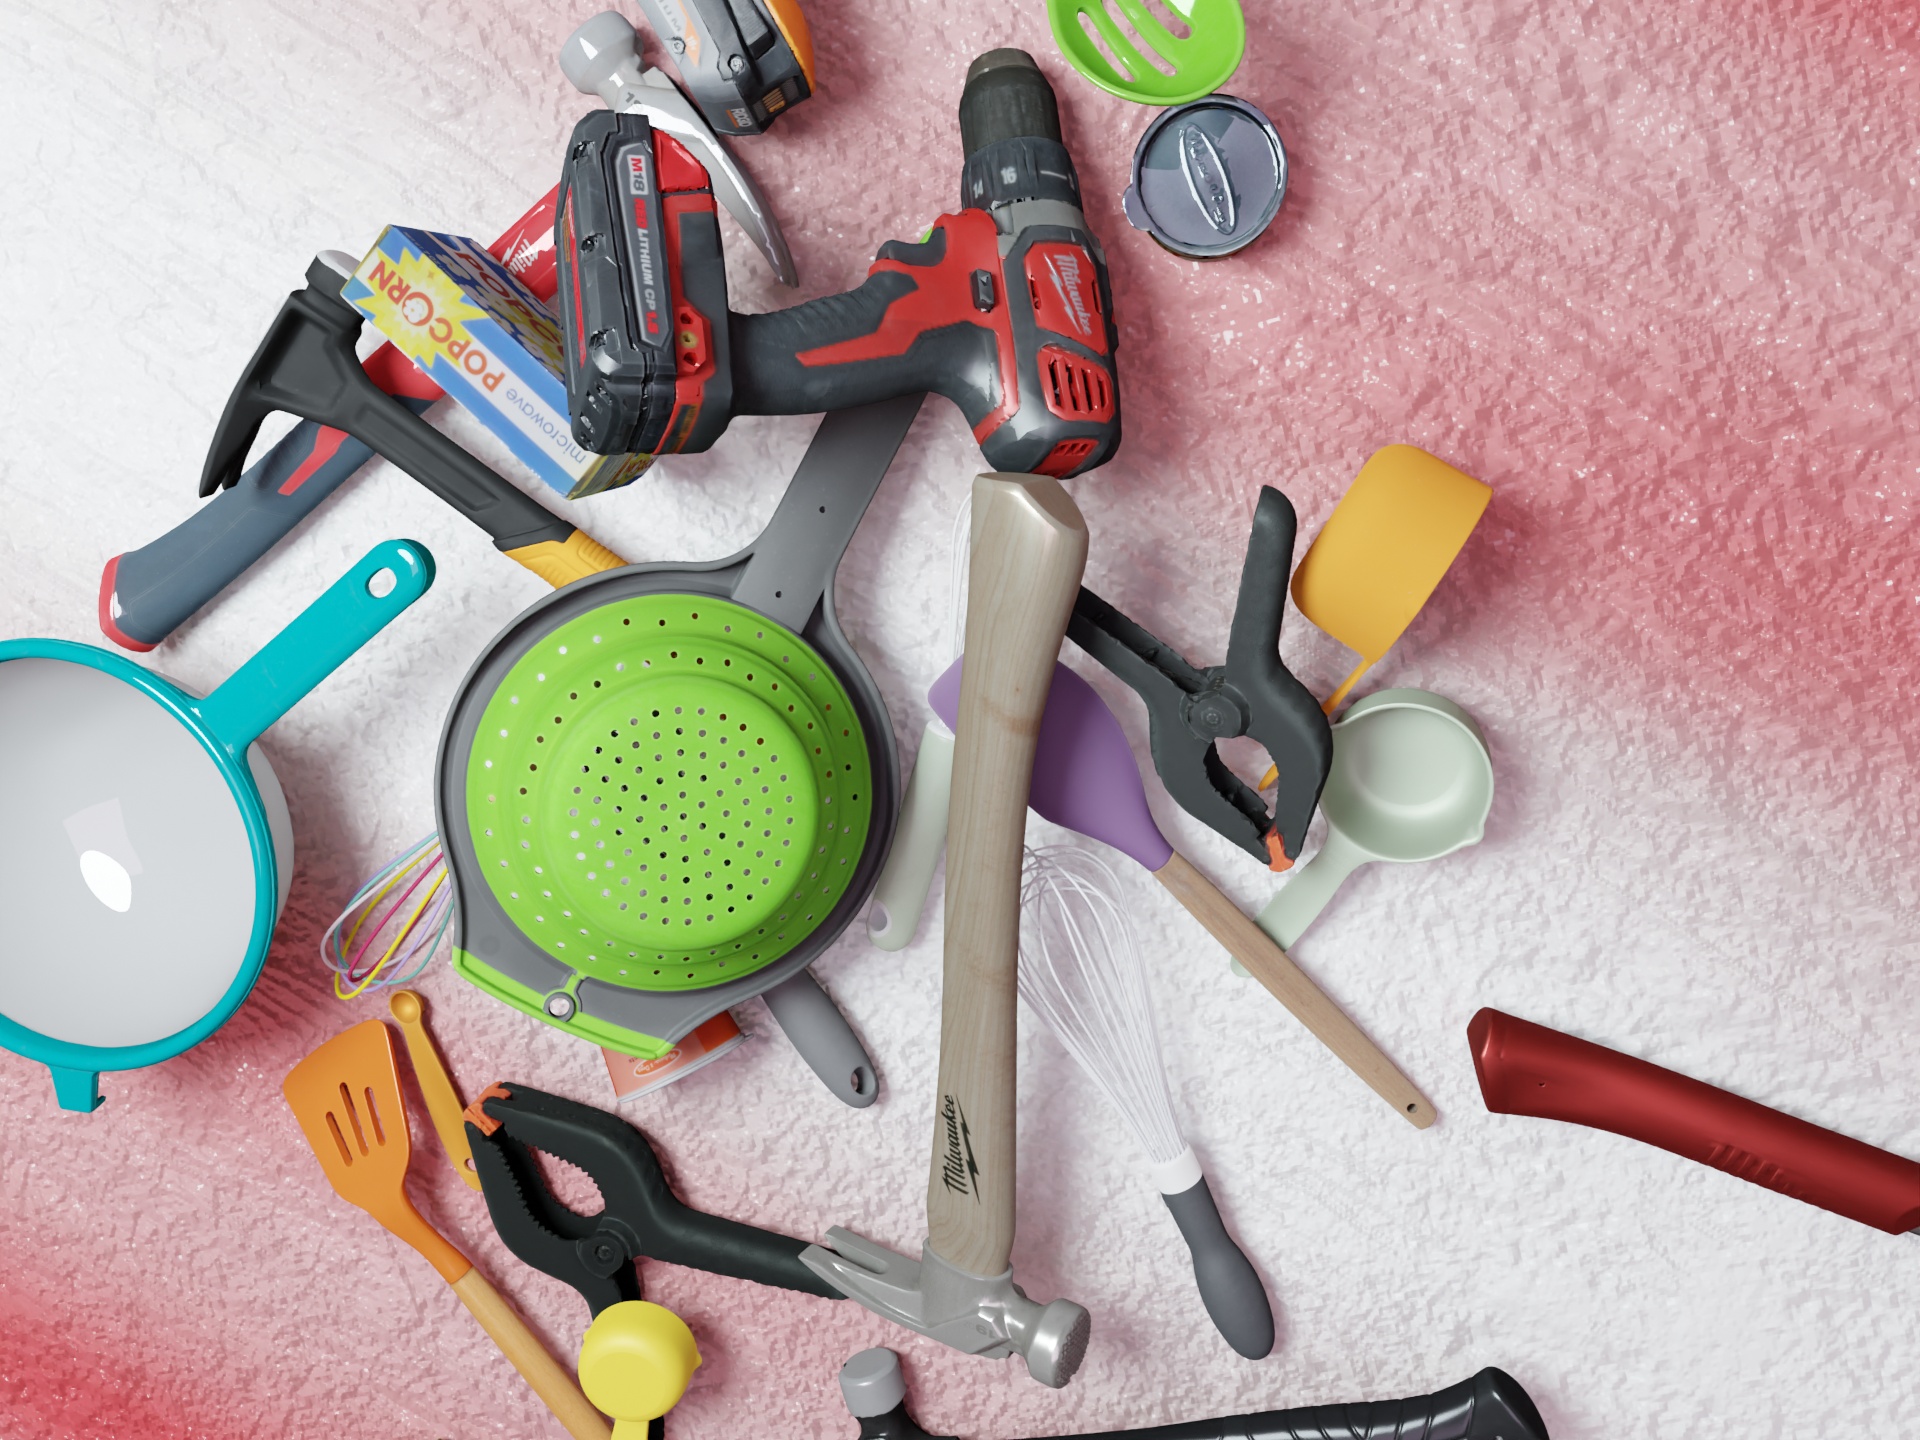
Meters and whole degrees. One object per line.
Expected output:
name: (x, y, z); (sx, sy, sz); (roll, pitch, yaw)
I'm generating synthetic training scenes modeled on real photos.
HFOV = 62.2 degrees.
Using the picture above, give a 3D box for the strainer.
strainer: (-0.362, 0.019, 0.767); (0.340, 0.095, 0.211); (-37, 94, 13)

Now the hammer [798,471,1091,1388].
hammer: (0.001, 0.095, 0.704); (0.146, 0.038, 0.410); (13, 110, 28)

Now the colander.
colander: (-0.082, -0.038, 0.674); (0.204, 0.094, 0.397); (28, 88, -13)

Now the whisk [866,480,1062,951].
whisk: (-0.001, -0.002, 0.741); (0.058, 0.059, 0.246); (32, 111, 42)

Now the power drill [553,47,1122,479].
power drill: (-0.045, -0.192, 0.648); (0.226, 0.080, 0.188); (-3, 79, -21)

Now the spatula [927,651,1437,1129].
spatula: (0.112, 0.080, 0.729); (0.060, 0.018, 0.316); (-44, 99, 10)

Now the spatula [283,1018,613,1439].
spatula: (-0.243, 0.304, 0.837); (0.081, 0.041, 0.322); (-33, 99, 20)

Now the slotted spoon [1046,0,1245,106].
slotted spoon: (-0.003, -0.360, 0.609); (0.070, 0.031, 0.314); (-39, 92, -8)

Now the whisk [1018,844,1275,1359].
whisk: (0.089, 0.184, 0.756); (0.070, 0.070, 0.284); (-23, 101, 11)

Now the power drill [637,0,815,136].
power drill: (-0.028, -0.341, 0.660); (0.226, 0.084, 0.164); (-31, 94, 4)

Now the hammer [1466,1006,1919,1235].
hammer: (0.408, 0.199, 0.718); (0.359, 0.037, 0.149); (21, 102, 4)

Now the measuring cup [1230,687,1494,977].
measuring cup: (0.177, 0.055, 0.732); (0.083, 0.038, 0.167); (35, 119, 3)

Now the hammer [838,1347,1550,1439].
hammer: (0.112, 0.361, 0.773); (0.335, 0.035, 0.146); (-14, 98, 17)

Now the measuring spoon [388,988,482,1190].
measuring spoon: (-0.269, 0.192, 0.830); (0.021, 0.011, 0.117); (-14, 101, 22)

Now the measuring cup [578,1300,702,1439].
measuring cup: (-0.171, 0.368, 0.805); (0.062, 0.029, 0.156); (11, 105, 3)

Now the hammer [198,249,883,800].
hammer: (-0.181, -0.064, 0.735); (0.336, 0.034, 0.127); (36, 106, -8)

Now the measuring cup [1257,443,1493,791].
measuring cup: (0.161, -0.043, 0.699); (0.052, 0.095, 0.173); (35, 121, 6)

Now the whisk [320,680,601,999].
whisk: (-0.237, 0.058, 0.763); (0.051, 0.047, 0.245); (42, 115, -9)

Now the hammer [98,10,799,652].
hammer: (-0.258, -0.147, 0.754); (0.386, 0.038, 0.143); (-38, 94, 12)

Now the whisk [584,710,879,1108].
whisk: (-0.109, 0.091, 0.773); (0.055, 0.055, 0.239); (-32, 99, 12)
